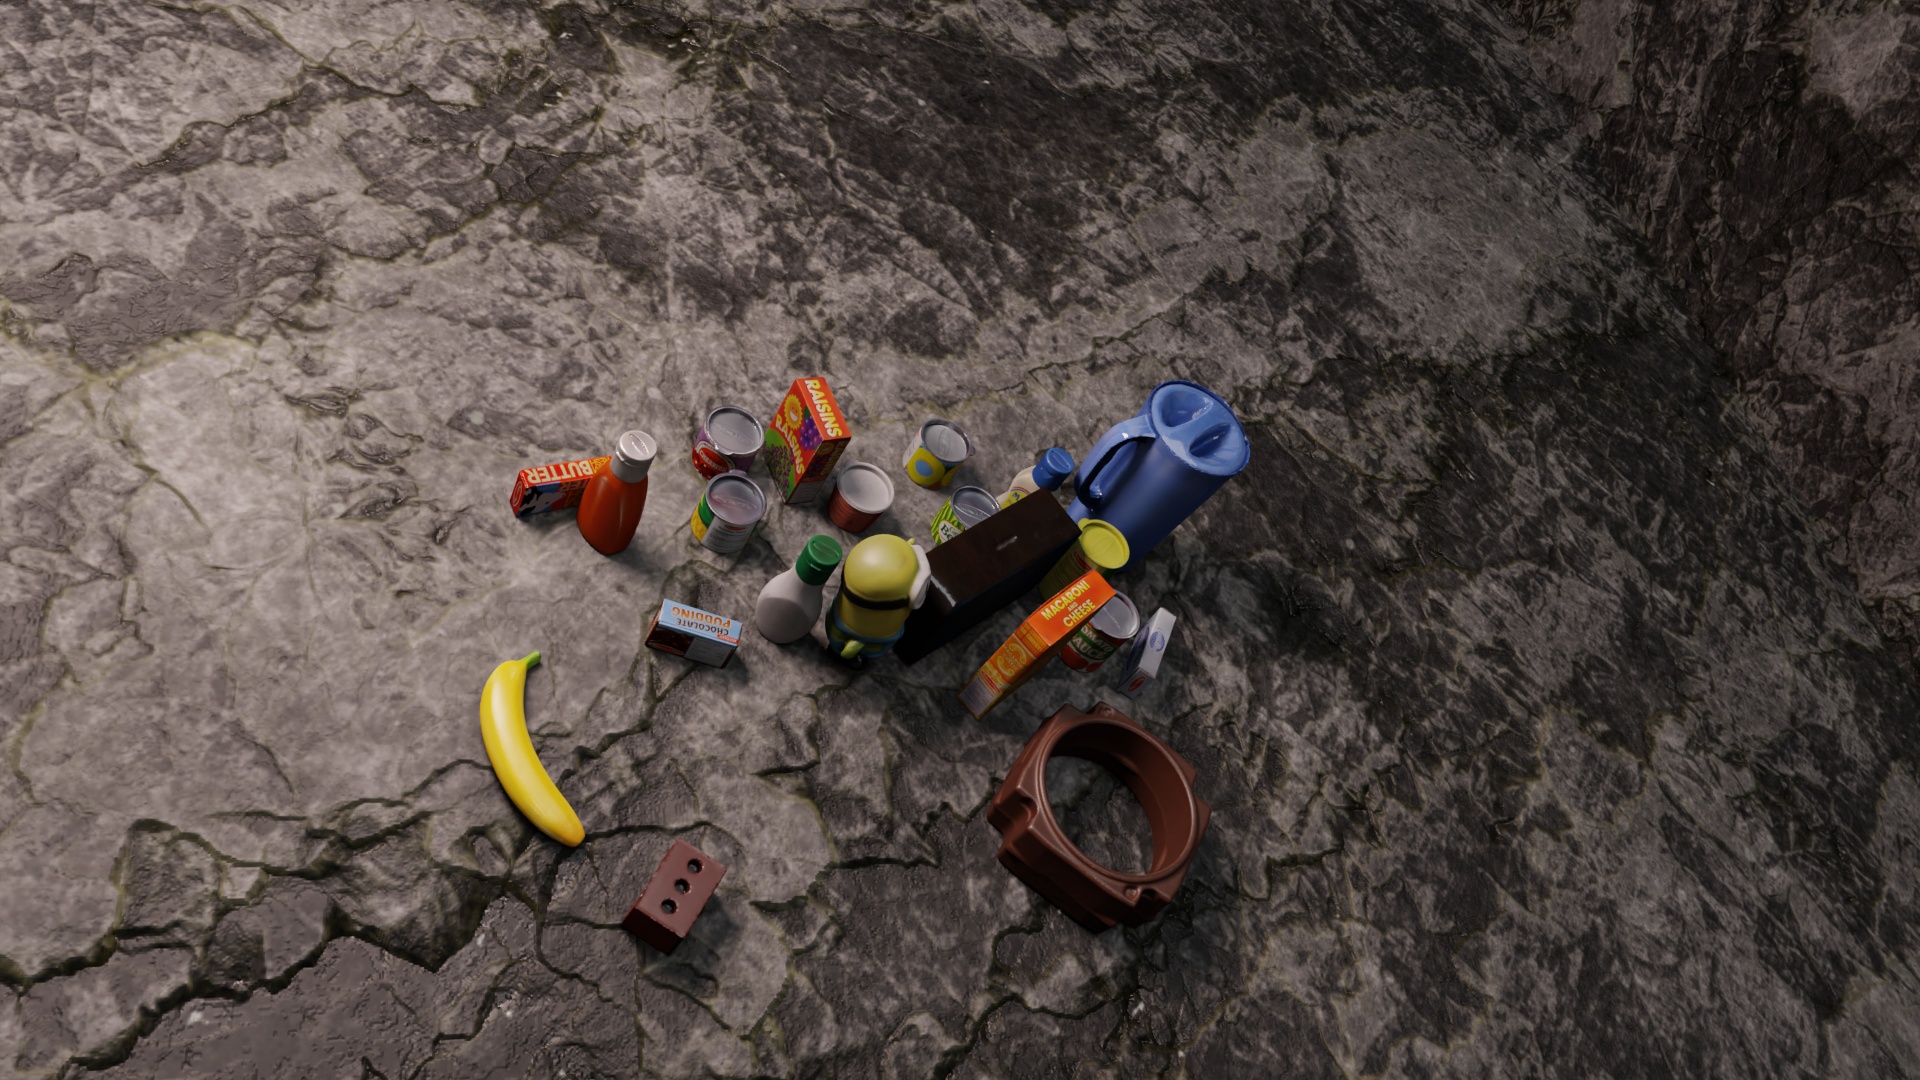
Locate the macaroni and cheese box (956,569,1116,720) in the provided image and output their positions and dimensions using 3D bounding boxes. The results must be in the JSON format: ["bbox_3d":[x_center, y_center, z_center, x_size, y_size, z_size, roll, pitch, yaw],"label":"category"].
[{"bbox_3d":[0.078,0.110,1.471,0.040,0.165,0.124,48,47,10],"label":"macaroni and cheese box"}]

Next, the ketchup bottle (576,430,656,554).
[{"bbox_3d":[-0.336,-0.050,1.365,0.044,0.148,0.065,-28,73,-41],"label":"ketchup bottle"}]

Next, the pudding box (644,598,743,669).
[{"bbox_3d":[-0.262,0.092,1.367,0.084,0.049,0.030,19,49,-17],"label":"pudding box"}]

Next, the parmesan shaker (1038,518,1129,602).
[{"bbox_3d":[0.140,0.029,1.611,0.071,0.102,0.071,16,50,-20],"label":"parmesan shaker"}]

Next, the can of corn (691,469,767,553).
[{"bbox_3d":[-0.245,-0.030,1.465,0.071,0.058,0.071,16,50,-20],"label":"can of corn"}]

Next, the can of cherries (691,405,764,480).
[{"bbox_3d":[-0.255,-0.103,1.513,0.071,0.058,0.072,16,50,-20],"label":"can of cherries"}]

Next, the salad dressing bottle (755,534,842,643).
[{"bbox_3d":[-0.160,0.049,1.392,0.064,0.147,0.044,30,47,-7],"label":"salad dressing bottle"}]

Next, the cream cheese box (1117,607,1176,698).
[{"bbox_3d":[0.216,0.130,1.613,0.024,0.053,0.104,33,47,-5],"label":"cream cheese box"}]

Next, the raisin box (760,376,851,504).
[{"bbox_3d":[-0.171,-0.109,1.522,0.040,0.122,0.086,-8,61,-34],"label":"raisin box"}]

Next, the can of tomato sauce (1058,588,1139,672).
[{"bbox_3d":[0.153,0.103,1.576,0.071,0.082,0.071,16,50,-20],"label":"can of tomato sauce"}]

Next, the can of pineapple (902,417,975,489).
[{"bbox_3d":[-0.027,-0.101,1.645,0.071,0.057,0.071,16,50,-20],"label":"can of pineapple"}]

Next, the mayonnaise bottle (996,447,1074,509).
[{"bbox_3d":[0.081,-0.050,1.606,0.065,0.147,0.041,46,47,8],"label":"mayonnaise bottle"}]

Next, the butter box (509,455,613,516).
[{"bbox_3d":[-0.397,-0.055,1.399,0.104,0.052,0.024,-13,64,-36],"label":"butter box"}]

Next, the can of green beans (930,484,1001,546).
[{"bbox_3d":[0.006,-0.022,1.604,0.071,0.057,0.071,16,50,-20],"label":"can of green beans"}]

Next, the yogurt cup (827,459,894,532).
[{"bbox_3d":[-0.115,-0.046,1.554,0.072,0.053,0.073,16,50,-20],"label":"yogurt cup"}]
